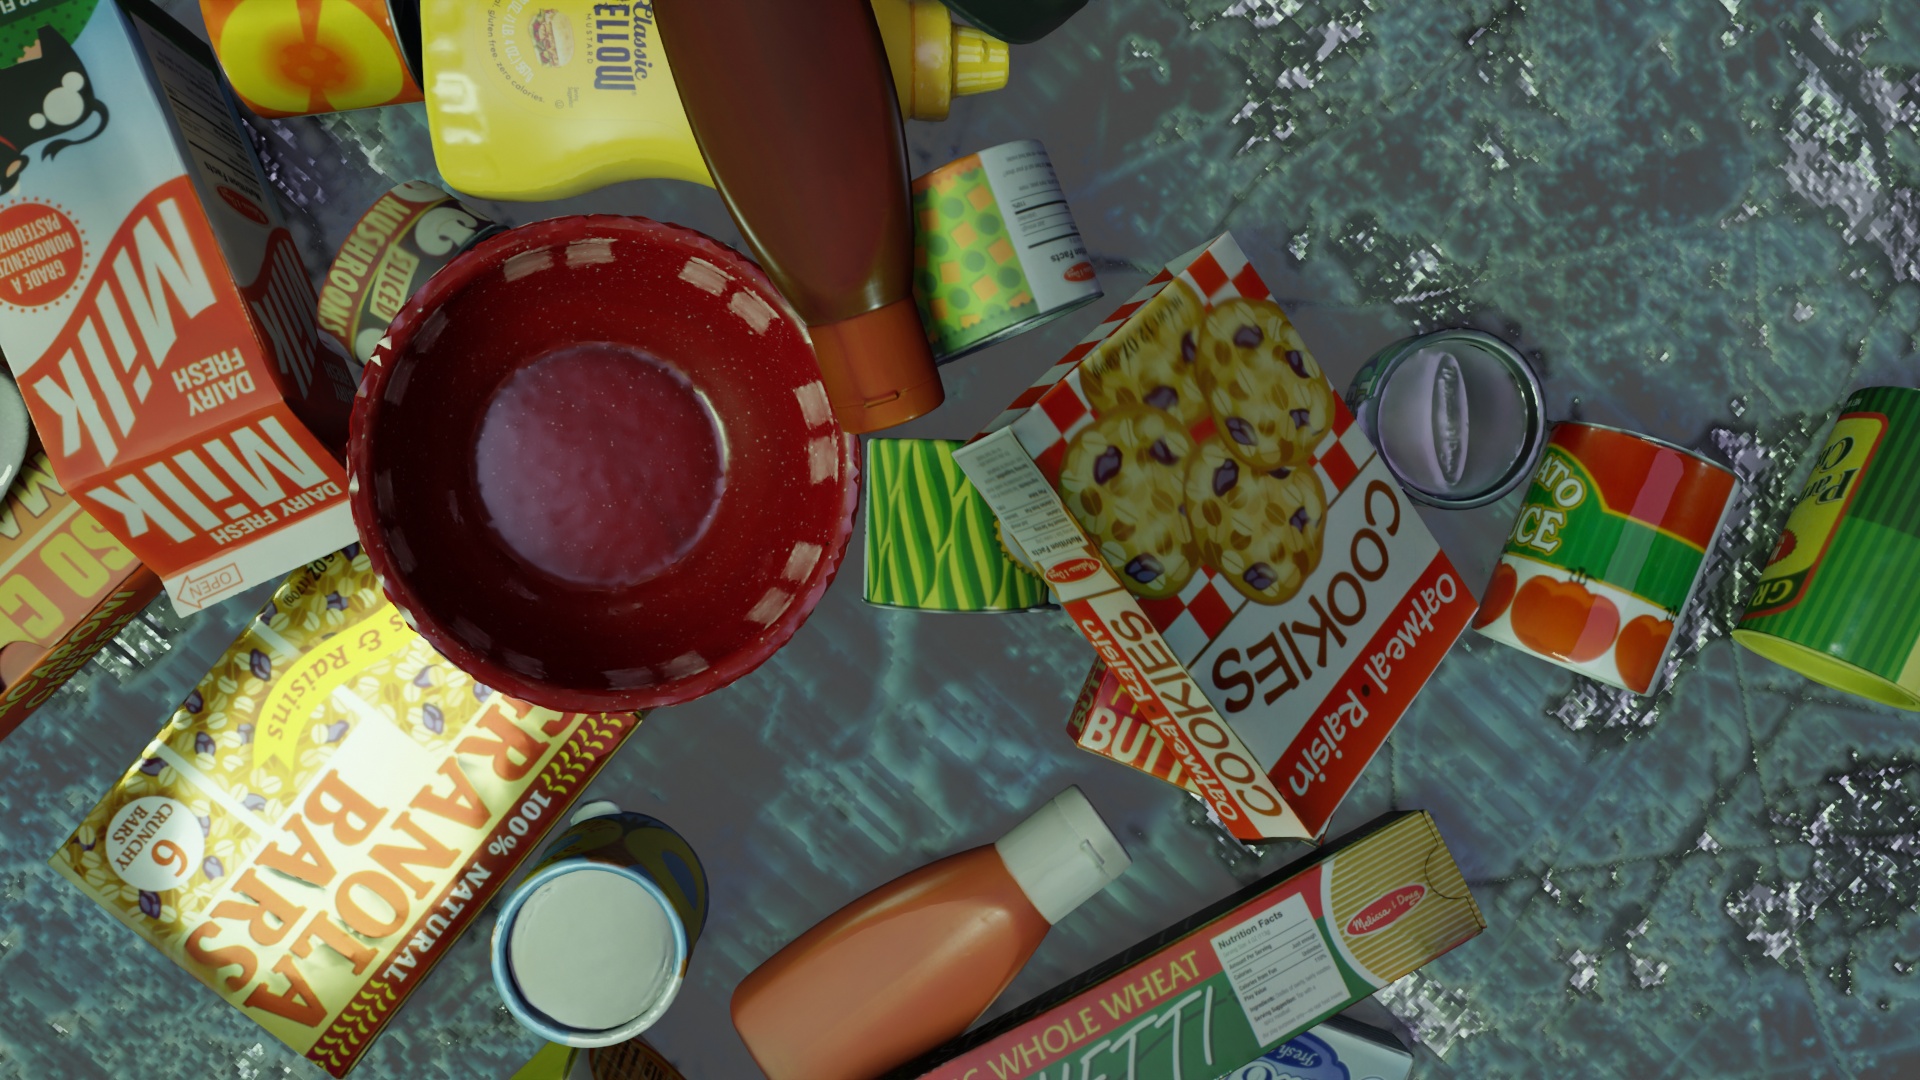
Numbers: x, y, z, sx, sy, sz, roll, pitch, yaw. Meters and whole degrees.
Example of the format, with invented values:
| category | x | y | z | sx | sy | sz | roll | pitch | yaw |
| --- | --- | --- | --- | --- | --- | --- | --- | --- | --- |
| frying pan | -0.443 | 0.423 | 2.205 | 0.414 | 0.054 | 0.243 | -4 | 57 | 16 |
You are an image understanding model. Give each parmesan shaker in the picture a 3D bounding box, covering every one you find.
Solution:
| category | x | y | z | sx | sy | sz | roll | pitch | yaw |
| --- | --- | --- | --- | --- | --- | --- | --- | --- | --- |
| parmesan shaker | 0.342 | 0.003 | 0.515 | 0.071 | 0.071 | 0.103 | 26 | 90 | -5 |

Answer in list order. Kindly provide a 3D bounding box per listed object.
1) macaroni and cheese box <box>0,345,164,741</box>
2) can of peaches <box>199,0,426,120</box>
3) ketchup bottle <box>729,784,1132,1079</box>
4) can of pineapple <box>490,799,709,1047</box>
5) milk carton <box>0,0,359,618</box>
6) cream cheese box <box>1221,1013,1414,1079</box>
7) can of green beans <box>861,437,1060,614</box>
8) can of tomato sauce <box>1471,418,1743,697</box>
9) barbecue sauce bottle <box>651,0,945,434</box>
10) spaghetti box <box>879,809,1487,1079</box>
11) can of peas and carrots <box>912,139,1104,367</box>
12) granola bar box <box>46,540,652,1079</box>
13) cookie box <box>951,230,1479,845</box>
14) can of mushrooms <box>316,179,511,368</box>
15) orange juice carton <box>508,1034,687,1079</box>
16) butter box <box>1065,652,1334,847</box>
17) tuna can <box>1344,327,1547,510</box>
| category | x | y | z | sx | sy | sz | roll | pitch | yaw |
| --- | --- | --- | --- | --- | --- | --- | --- | --- | --- |
| macaroni and cheese box | -0.365 | -0.017 | 0.469 | 0.124 | 0.040 | 0.166 | -44 | 95 | 0 |
| can of peaches | -0.209 | -0.177 | 0.458 | 0.058 | 0.071 | 0.071 | -8 | 94 | -3 |
| ketchup bottle | -0.007 | 0.147 | 0.505 | 0.149 | 0.043 | 0.064 | -36 | 97 | -2 |
| can of pineapple | -0.126 | 0.133 | 0.488 | 0.071 | 0.058 | 0.071 | 0 | 94 | -4 |
| milk carton | -0.257 | -0.076 | 0.449 | 0.072 | 0.073 | 0.190 | -24 | 89 | -3 |
| cream cheese box | 0.114 | 0.199 | 0.527 | 0.104 | 0.024 | 0.053 | 21 | 92 | -5 |
| can of green beans | -0.001 | -0.006 | 0.485 | 0.071 | 0.071 | 0.057 | 2 | 93 | -4 |
| can of tomato sauce | 0.231 | 0.006 | 0.504 | 0.071 | 0.071 | 0.083 | 21 | 92 | -5 |
| barbecue sauce bottle | -0.043 | -0.108 | 0.437 | 0.065 | 0.044 | 0.148 | -16 | 106 | 6 |
| spaghetti box | 0.068 | 0.170 | 0.490 | 0.251 | 0.028 | 0.050 | -23 | 82 | -14 |
| can of peas and carrots | 0.007 | -0.098 | 0.482 | 0.071 | 0.071 | 0.058 | -22 | 95 | -3 |
| granola bar box | -0.209 | 0.084 | 0.488 | 0.124 | 0.039 | 0.165 | 40 | 90 | -5 |
| cookie box | 0.093 | -0.001 | 0.472 | 0.123 | 0.040 | 0.167 | -43 | 102 | -30 |
| can of mushrooms | -0.182 | -0.084 | 0.464 | 0.033 | 0.071 | 0.071 | 30 | 91 | -4 |
| orange juice carton | -0.091 | 0.263 | 0.490 | 0.072 | 0.073 | 0.192 | -43 | 96 | -1 |
| butter box | 0.096 | 0.069 | 0.518 | 0.103 | 0.024 | 0.053 | 23 | 91 | -5 |
| tuna can | 0.175 | -0.044 | 0.513 | 0.071 | 0.033 | 0.071 | 0 | 93 | -4 |
